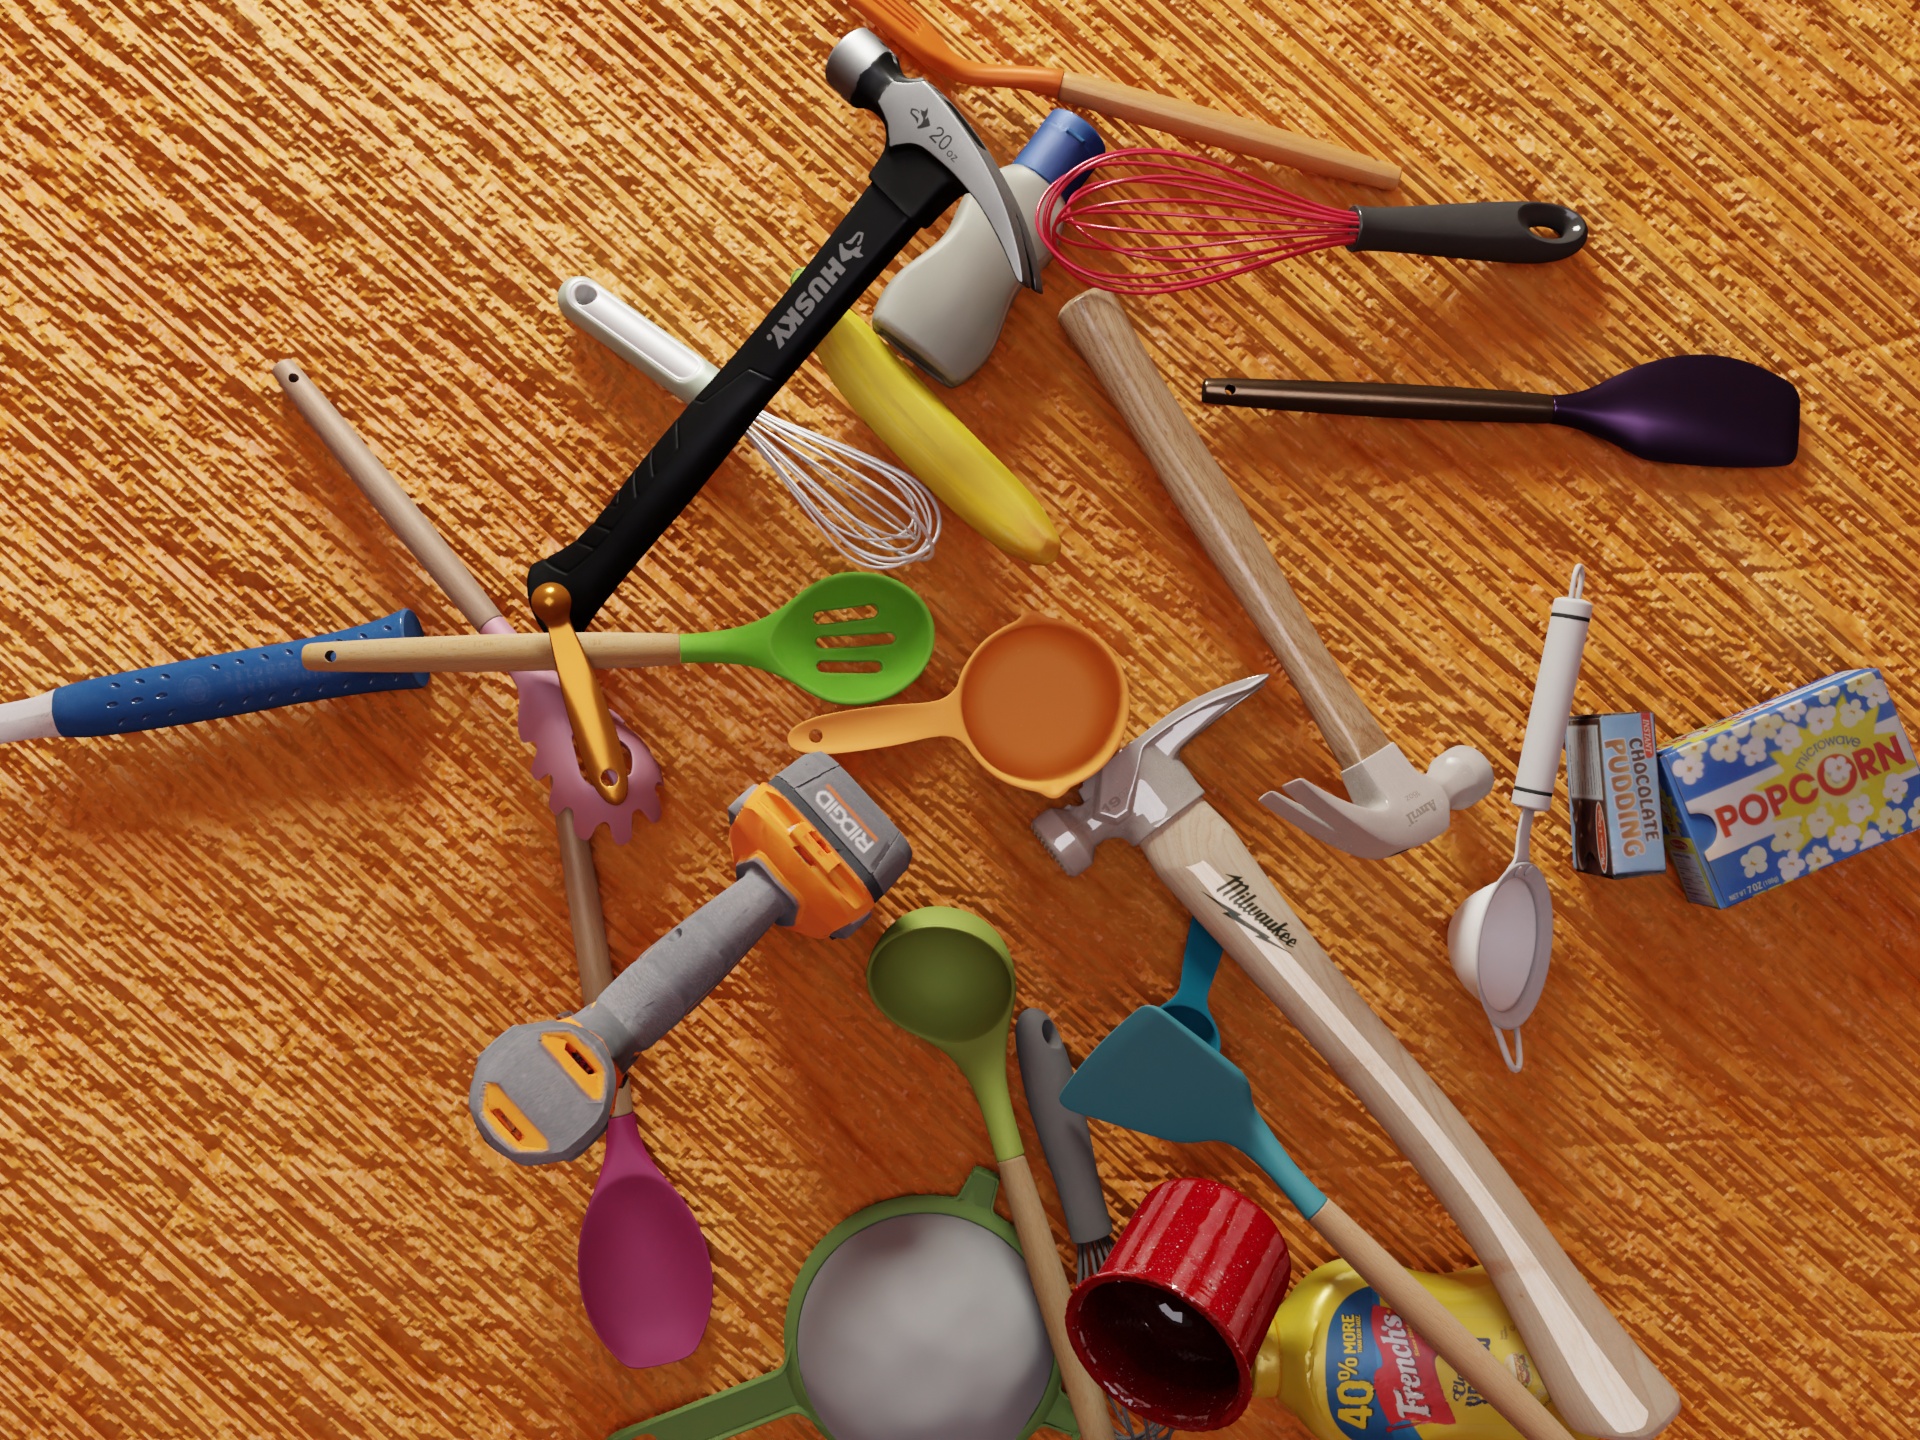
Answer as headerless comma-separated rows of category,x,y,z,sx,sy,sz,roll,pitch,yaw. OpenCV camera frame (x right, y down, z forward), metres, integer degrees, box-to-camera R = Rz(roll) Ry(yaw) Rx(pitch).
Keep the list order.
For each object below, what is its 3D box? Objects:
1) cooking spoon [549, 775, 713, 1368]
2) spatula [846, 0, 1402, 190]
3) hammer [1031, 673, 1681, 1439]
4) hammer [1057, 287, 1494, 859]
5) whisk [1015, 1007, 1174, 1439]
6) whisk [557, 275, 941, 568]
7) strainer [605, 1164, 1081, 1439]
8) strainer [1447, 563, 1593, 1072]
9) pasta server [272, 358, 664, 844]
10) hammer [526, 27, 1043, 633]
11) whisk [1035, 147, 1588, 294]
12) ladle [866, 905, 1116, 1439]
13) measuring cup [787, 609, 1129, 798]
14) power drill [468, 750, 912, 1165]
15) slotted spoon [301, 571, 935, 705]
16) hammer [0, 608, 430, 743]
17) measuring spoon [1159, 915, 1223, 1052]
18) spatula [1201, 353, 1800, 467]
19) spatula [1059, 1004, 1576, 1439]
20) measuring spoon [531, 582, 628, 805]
cooking spoon,-0.184,0.183,0.842,0.068,0.017,0.319,-10,89,-7
spatula,0.078,-0.334,0.829,0.322,0.081,0.041,15,123,-3
hammer,0.216,0.169,0.797,0.146,0.038,0.411,-38,80,-2
hammer,0.145,-0.078,0.813,0.130,0.031,0.331,-25,81,-37
whisk,0.065,0.267,0.825,0.055,0.055,0.239,-15,85,1
whisk,-0.112,-0.158,0.832,0.246,0.059,0.058,36,72,6
strainer,-0.068,0.344,0.813,0.256,0.069,0.151,-21,89,-1
strainer,0.289,0.047,0.813,0.050,0.086,0.258,14,95,43
pasta server,-0.264,-0.067,0.838,0.060,0.040,0.316,-37,82,-25
hammer,-0.104,-0.161,0.788,0.146,0.035,0.334,47,108,9
whisk,0.183,-0.253,0.818,0.295,0.073,0.073,-2,89,-8
ladle,0.029,0.247,0.794,0.078,0.062,0.320,-22,78,20
measuring cup,-0.001,-0.003,0.822,0.173,0.052,0.095,-8,91,-1
power drill,-0.138,0.124,0.776,0.226,0.164,0.084,-42,89,-20
slotted spoon,-0.170,-0.038,0.813,0.313,0.031,0.070,-2,89,-11
hammer,-0.484,0.004,0.841,0.405,0.035,0.144,-10,89,1
measuring spoon,0.127,0.128,0.842,0.042,0.021,0.129,15,81,6
spatula,0.285,-0.168,0.839,0.316,0.018,0.060,2,88,0
spatula,0.190,0.265,0.780,0.317,0.044,0.082,43,118,12
measuring spoon,-0.189,-0.012,0.792,0.021,0.011,0.117,-18,98,-8
